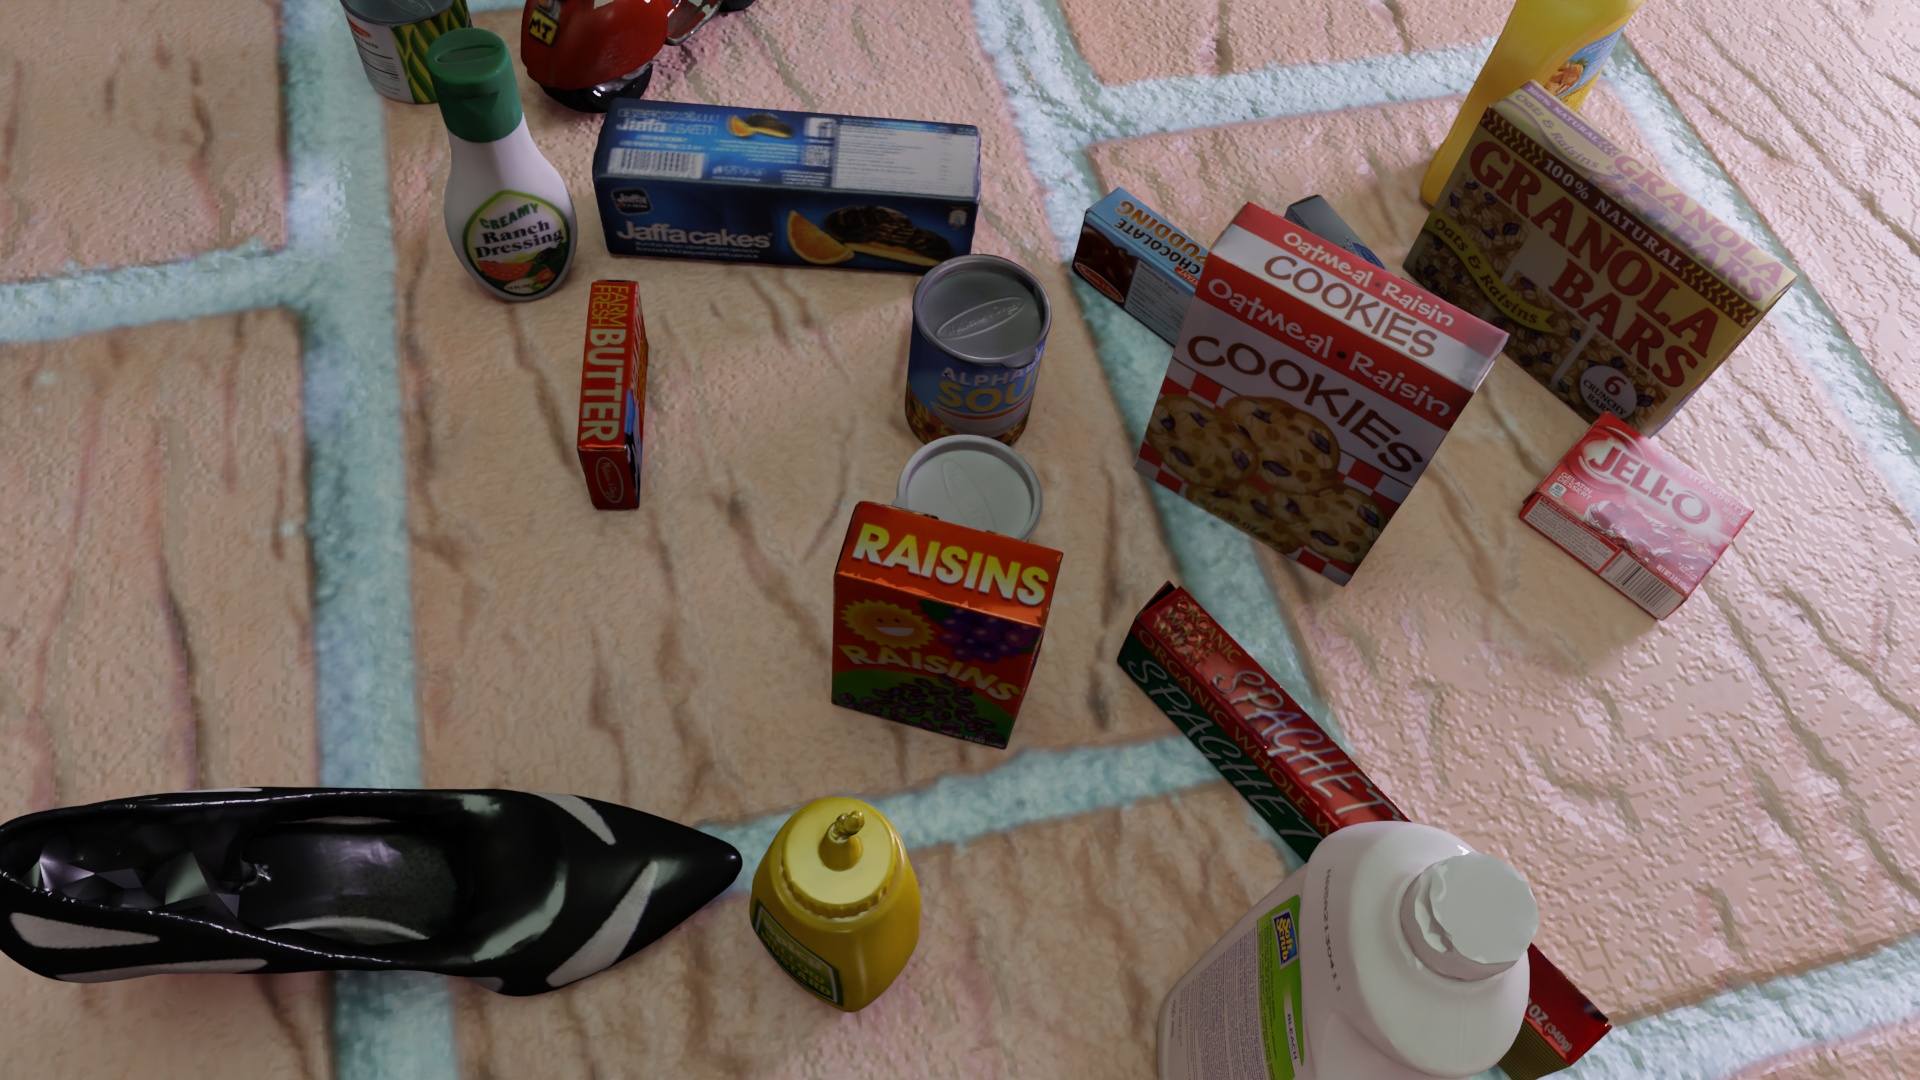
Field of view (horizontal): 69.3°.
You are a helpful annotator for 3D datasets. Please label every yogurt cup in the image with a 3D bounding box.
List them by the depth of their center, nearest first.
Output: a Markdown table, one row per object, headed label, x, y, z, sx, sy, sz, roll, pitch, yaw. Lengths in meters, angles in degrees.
| label | x | y | z | sx | sy | sz | roll | pitch | yaw |
| --- | --- | --- | --- | --- | --- | --- | --- | --- | --- |
| yogurt cup | 0.002 | -0.008 | 0.657 | 0.072 | 0.053 | 0.073 | 3 | 59 | -4 |

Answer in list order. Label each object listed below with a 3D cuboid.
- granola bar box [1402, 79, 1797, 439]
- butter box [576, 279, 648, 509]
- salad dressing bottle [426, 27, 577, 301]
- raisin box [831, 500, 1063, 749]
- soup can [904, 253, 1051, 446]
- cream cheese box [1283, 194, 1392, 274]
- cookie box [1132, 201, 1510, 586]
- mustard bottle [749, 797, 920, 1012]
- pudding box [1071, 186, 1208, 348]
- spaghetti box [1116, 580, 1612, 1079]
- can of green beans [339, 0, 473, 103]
| label | x | y | z | sx | sy | sz | roll | pitch | yaw |
| --- | --- | --- | --- | --- | --- | --- | --- | --- | --- |
| granola bar box | 0.326 | -0.141 | 0.728 | 0.039 | 0.123 | 0.166 | -34 | 68 | -22 |
| butter box | -0.169 | -0.072 | 0.679 | 0.024 | 0.053 | 0.104 | -1 | 59 | -6 |
| salad dressing bottle | -0.227 | -0.181 | 0.683 | 0.064 | 0.147 | 0.044 | -16 | 63 | -15 |
| raisin box | -0.009 | 0.038 | 0.588 | 0.086 | 0.122 | 0.040 | 15 | 59 | 3 |
| soup can | 0.008 | -0.087 | 0.688 | 0.071 | 0.083 | 0.071 | 3 | 59 | -4 |
| cream cheese box | 0.209 | -0.132 | 0.752 | 0.024 | 0.053 | 0.104 | -25 | 65 | -18 |
| cookie box | 0.156 | -0.062 | 0.639 | 0.123 | 0.166 | 0.040 | 31 | 62 | 12 |
| mustard bottle | -0.046 | 0.128 | 0.509 | 0.065 | 0.159 | 0.049 | 36 | 63 | 15 |
| pudding box | 0.103 | -0.147 | 0.753 | 0.084 | 0.049 | 0.030 | 40 | 64 | 17 |
| spaghetti box | 0.163 | 0.121 | 0.598 | 0.029 | 0.050 | 0.250 | -34 | 68 | -22 |
| can of green beans | -0.313 | -0.294 | 0.794 | 0.071 | 0.057 | 0.071 | 3 | 59 | -4 |
